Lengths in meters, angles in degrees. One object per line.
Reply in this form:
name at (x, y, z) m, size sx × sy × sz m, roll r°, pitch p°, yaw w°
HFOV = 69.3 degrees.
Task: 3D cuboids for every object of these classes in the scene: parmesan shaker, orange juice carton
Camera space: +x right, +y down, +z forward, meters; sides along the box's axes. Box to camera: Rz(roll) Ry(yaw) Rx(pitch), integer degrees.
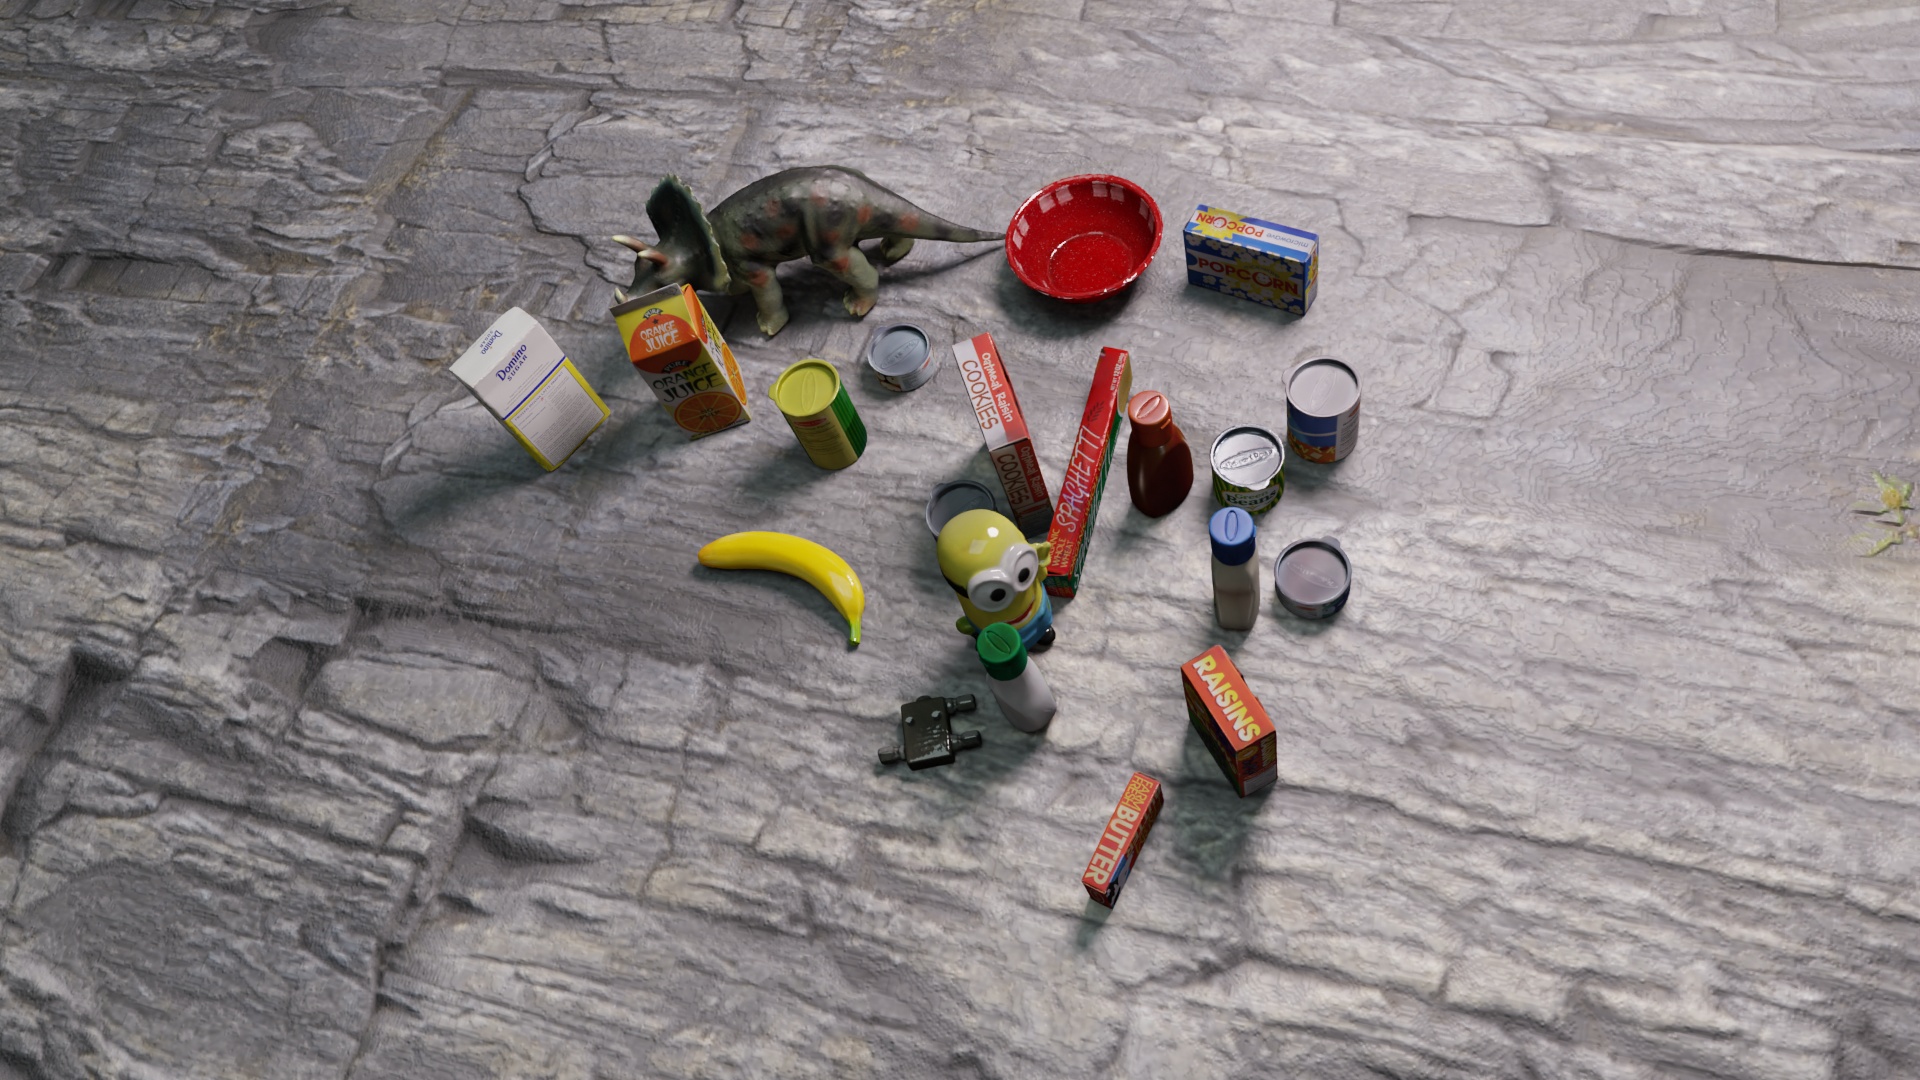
parmesan shaker at (-0.139, -0.123, 1.371) m, size 0.071 × 0.102 × 0.071 m, roll -6°, pitch 61°, yaw 11°
orange juice carton at (-0.278, -0.186, 1.386) m, size 0.072 × 0.192 × 0.073 m, roll -18°, pitch 60°, yaw 4°

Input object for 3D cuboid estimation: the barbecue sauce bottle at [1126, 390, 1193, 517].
barbecue sauce bottle at (0.176, -0.080, 1.246) m, size 0.065 × 0.148 × 0.044 m, roll -44°, pitch 62°, yaw -11°

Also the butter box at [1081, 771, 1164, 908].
butter box at (0.134, 0.245, 1.136) m, size 0.024 × 0.053 × 0.104 m, roll 21°, pitch 69°, yaw 23°

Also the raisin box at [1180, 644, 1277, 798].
raisin box at (0.220, 0.148, 1.127) m, size 0.040 × 0.123 × 0.086 m, roll -28°, pitch 60°, yaw -2°

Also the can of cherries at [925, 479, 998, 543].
can of cherries at (0.005, -0.016, 1.304) m, size 0.071 × 0.058 × 0.072 m, roll -6°, pitch 61°, yaw 11°

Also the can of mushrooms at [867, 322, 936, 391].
can of mushrooms at (-0.061, -0.190, 1.428) m, size 0.071 × 0.033 × 0.071 m, roll -6°, pitch 61°, yaw 11°

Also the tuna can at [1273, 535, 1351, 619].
tuna can at (0.311, 0.032, 1.220) m, size 0.071 × 0.032 × 0.071 m, roll -6°, pitch 61°, yaw 11°

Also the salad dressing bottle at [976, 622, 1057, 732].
salad dressing bottle at (0.046, 0.115, 1.172) m, size 0.044 × 0.147 × 0.064 m, roll -43°, pitch 61°, yaw -10°

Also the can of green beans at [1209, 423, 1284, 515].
can of green beans at (0.262, -0.064, 1.269) m, size 0.071 × 0.057 × 0.071 m, roll -6°, pitch 61°, yaw 11°

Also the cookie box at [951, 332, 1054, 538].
cookie box at (0.043, -0.094, 1.274) m, size 0.040 × 0.166 × 0.123 m, roll -20°, pitch 60°, yaw 2°

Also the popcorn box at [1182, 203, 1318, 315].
popcorn box at (0.286, -0.275, 1.362) m, size 0.127 × 0.085 × 0.038 m, roll 21°, pitch 69°, yaw 23°

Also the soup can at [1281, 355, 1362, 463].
soup can at (0.329, -0.120, 1.268) m, size 0.071 × 0.083 × 0.071 m, roll -6°, pitch 61°, yaw 11°

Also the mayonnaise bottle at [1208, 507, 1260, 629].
mayonnaise bottle at (0.232, 0.021, 1.178) m, size 0.041 × 0.147 × 0.065 m, roll 2°, pitch 63°, yaw 15°

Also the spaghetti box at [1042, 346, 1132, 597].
spaghetti box at (0.120, -0.066, 1.309) m, size 0.029 × 0.050 × 0.251 m, roll 9°, pitch 65°, yaw 18°
